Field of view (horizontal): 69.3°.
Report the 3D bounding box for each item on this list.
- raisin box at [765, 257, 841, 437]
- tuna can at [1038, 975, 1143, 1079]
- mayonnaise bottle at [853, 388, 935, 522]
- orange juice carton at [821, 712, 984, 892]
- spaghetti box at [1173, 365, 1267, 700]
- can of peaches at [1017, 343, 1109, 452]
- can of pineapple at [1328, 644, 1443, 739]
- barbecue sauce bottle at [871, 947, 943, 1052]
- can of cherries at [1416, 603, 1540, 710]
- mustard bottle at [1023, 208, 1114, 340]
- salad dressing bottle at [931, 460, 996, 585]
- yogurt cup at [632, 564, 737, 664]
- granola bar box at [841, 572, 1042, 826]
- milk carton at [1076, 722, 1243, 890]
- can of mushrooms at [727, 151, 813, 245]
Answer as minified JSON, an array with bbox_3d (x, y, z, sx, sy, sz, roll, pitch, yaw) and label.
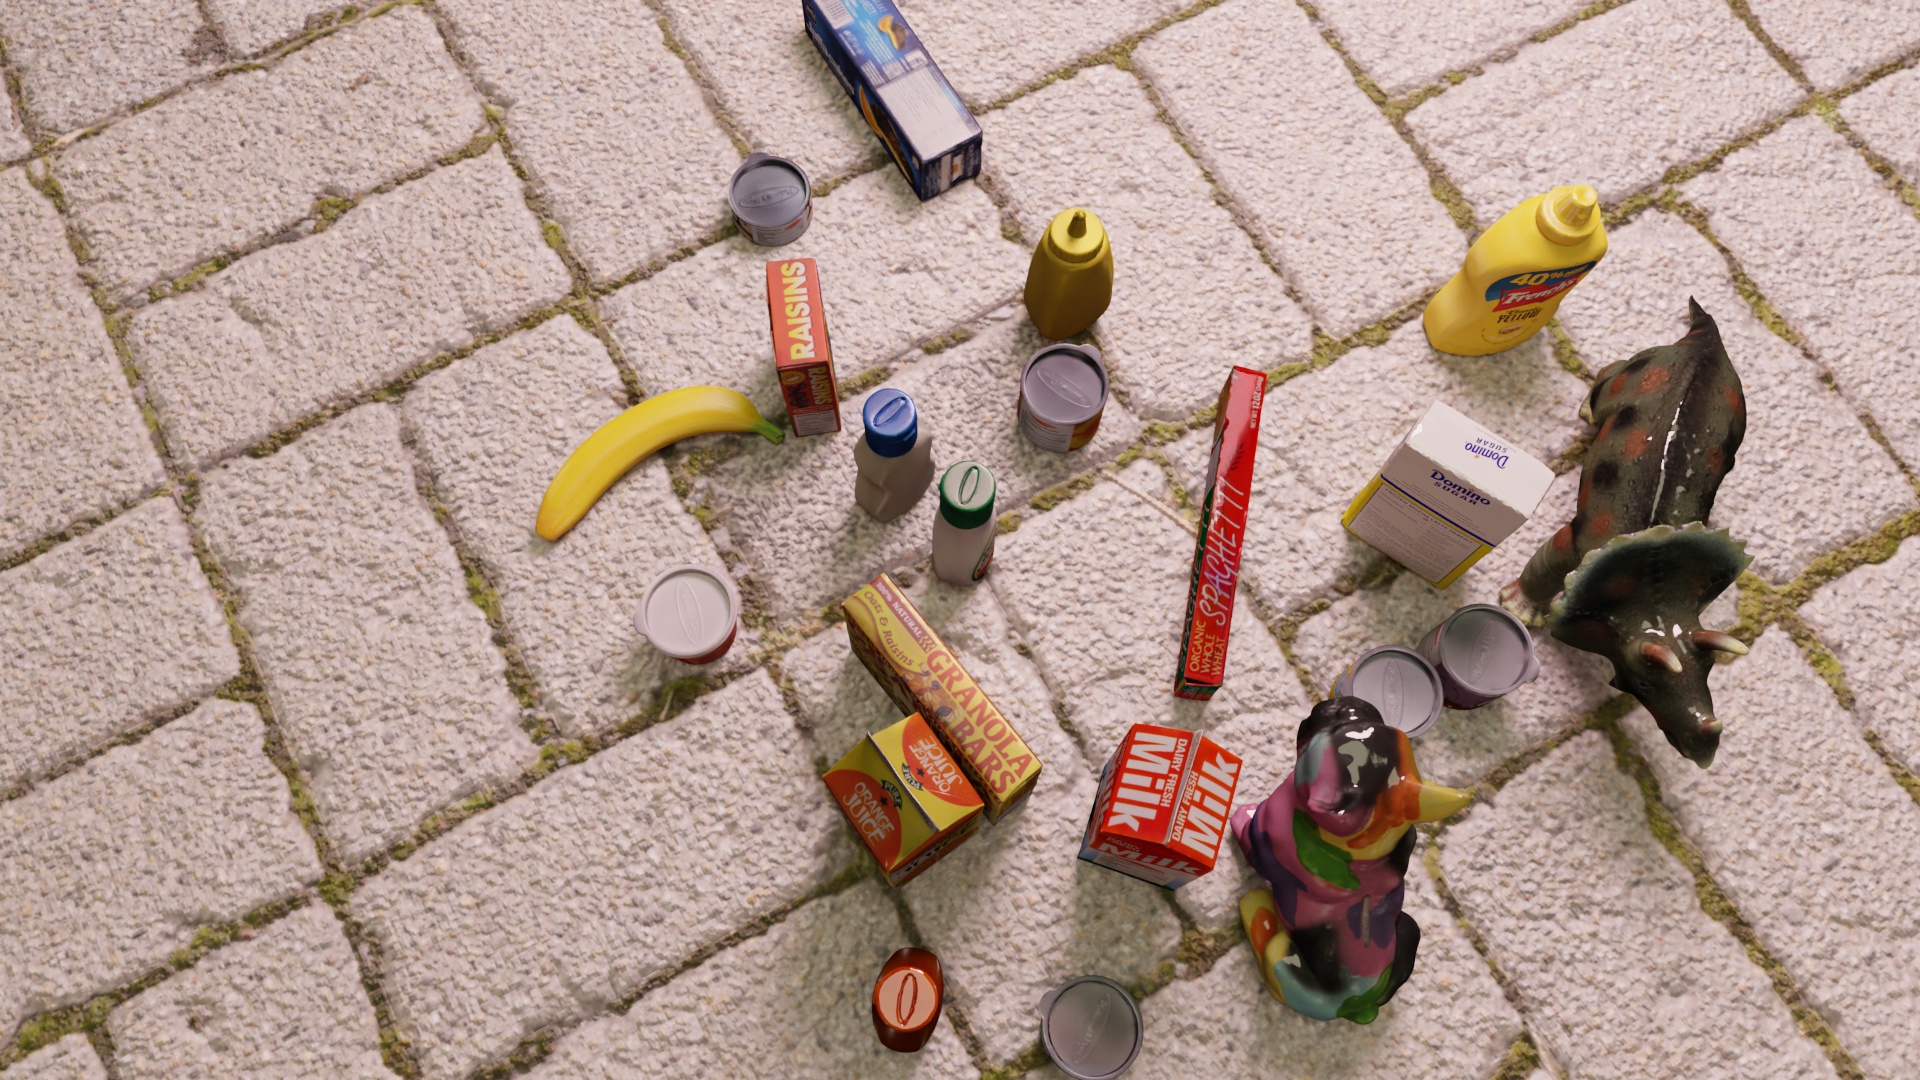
[{"bbox_3d":[-0.115,-0.140,1.024,0.040,0.123,0.086,-7,72,-3],"label":"raisin box"},{"bbox_3d":[0.084,0.320,0.916,0.071,0.032,0.071,0,71,-1],"label":"tuna can"},{"bbox_3d":[-0.048,-0.062,0.985,0.041,0.147,0.065,43,76,12],"label":"mayonnaise bottle"},{"bbox_3d":[-0.035,0.167,0.883,0.073,0.192,0.072,-34,75,-11],"label":"orange juice carton"},{"bbox_3d":[0.191,-0.006,1.022,0.029,0.050,0.251,11,71,3],"label":"spaghetti box"},{"bbox_3d":[0.078,-0.108,1.051,0.071,0.058,0.071,0,71,-1],"label":"can of peaches"},{"bbox_3d":[0.297,0.111,0.979,0.071,0.057,0.071,0,71,-1],"label":"can of pineapple"},{"bbox_3d":[-0.033,0.286,0.865,0.044,0.148,0.065,10,72,2],"label":"barbecue sauce bottle"},{"bbox_3d":[0.367,0.086,0.989,0.071,0.058,0.071,0,71,-1],"label":"can of cherries"},{"bbox_3d":[0.083,-0.205,1.031,0.065,0.159,0.049,-26,74,-9],"label":"mustard bottle"},{"bbox_3d":[0.003,-0.012,0.969,0.044,0.147,0.064,18,72,5],"label":"salad dressing bottle"},{"bbox_3d":[-0.190,0.056,0.991,0.072,0.053,0.072,0,71,-1],"label":"yogurt cup"},{"bbox_3d":[-0.013,0.110,0.939,0.039,0.124,0.166,-37,76,-12],"label":"granola bar box"},{"bbox_3d":[0.127,0.171,0.886,0.073,0.190,0.072,18,72,5],"label":"milk carton"},{"bbox_3d":[-0.153,-0.274,1.117,0.071,0.033,0.071,0,71,-1],"label":"can of mushrooms"}]
